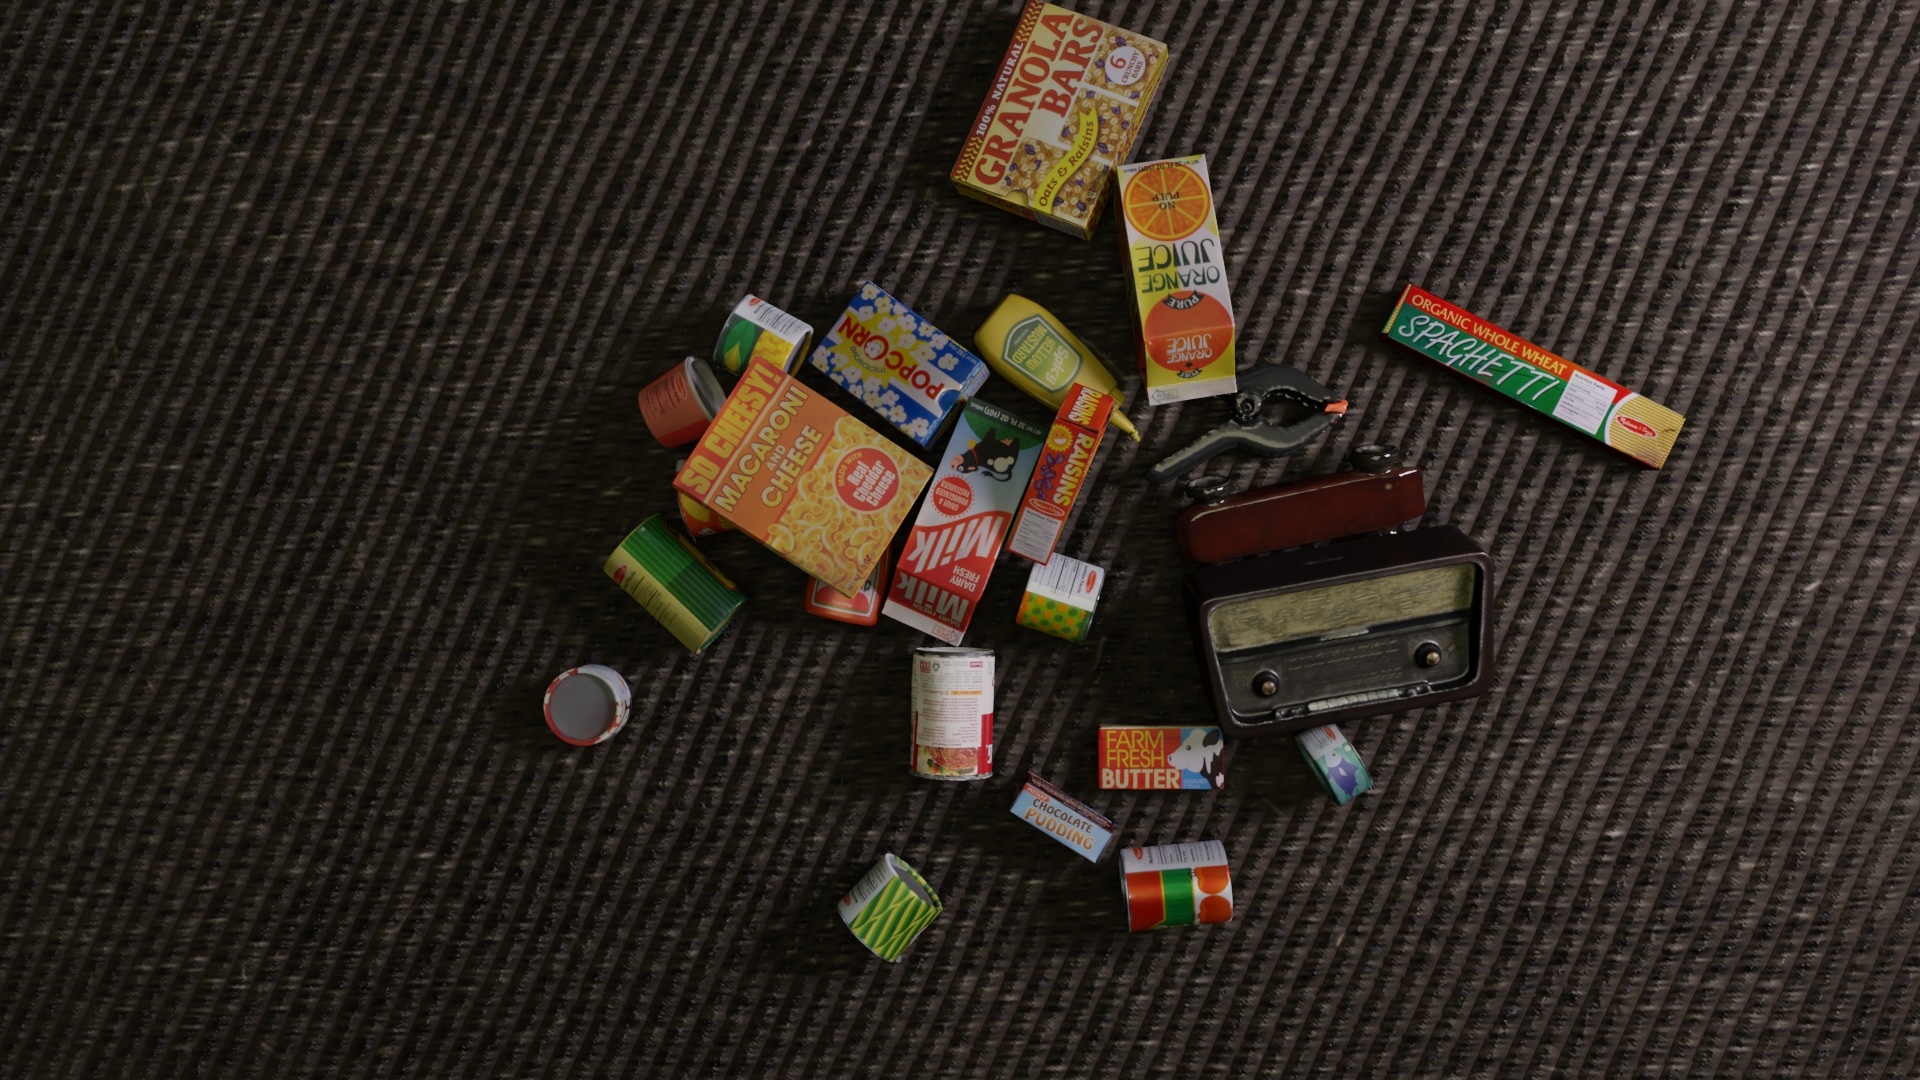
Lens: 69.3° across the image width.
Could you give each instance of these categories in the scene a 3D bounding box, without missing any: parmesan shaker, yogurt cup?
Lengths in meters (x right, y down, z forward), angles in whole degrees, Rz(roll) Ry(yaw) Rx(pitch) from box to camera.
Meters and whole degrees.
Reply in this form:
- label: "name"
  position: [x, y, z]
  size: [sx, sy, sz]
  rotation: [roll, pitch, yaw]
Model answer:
- label: "parmesan shaker"
  position: [-0.234, 0.037, 1.147]
  size: [0.103, 0.071, 0.071]
  rotation: [43, 91, 1]
- label: "yogurt cup"
  position: [-0.229, -0.111, 1.150]
  size: [0.054, 0.072, 0.072]
  rotation: [-25, 88, 10]

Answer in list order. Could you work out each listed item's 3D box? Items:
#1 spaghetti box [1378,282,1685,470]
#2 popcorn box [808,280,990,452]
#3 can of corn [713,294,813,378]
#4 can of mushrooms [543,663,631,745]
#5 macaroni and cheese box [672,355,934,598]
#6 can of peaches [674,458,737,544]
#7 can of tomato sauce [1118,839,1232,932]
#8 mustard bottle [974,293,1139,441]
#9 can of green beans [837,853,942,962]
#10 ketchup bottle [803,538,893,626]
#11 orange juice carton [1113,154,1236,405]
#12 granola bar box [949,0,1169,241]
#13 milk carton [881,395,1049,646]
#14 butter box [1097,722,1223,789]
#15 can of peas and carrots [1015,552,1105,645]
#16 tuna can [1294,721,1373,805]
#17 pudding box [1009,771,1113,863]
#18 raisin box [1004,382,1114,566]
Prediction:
- label: "spaghetti box"
  position: [0.466, -0.134, 1.140]
  size: [0.250, 0.028, 0.050]
  rotation: [27, 90, 2]
- label: "popcorn box"
  position: [-0.051, -0.143, 1.144]
  size: [0.127, 0.038, 0.085]
  rotation: [37, 89, 15]
- label: "can of corn"
  position: [-0.163, -0.159, 1.147]
  size: [0.058, 0.071, 0.071]
  rotation: [28, 90, 2]
- label: "can of mushrooms"
  position: [-0.313, 0.139, 1.162]
  size: [0.071, 0.033, 0.071]
  rotation: [0, 89, 1]
- label: "macaroni and cheese box"
  position: [-0.124, -0.049, 1.100]
  size: [0.166, 0.040, 0.124]
  rotation: [33, 82, -8]
- label: "can of peaches"
  position: [-0.197, -0.037, 1.145]
  size: [0.058, 0.071, 0.071]
  rotation: [-12, 89, 1]
- label: "can of tomato sauce"
  position: [0.173, 0.281, 1.124]
  size: [0.083, 0.071, 0.071]
  rotation: [-6, 89, 2]
- label: "mustard bottle"
  position: [0.087, -0.135, 1.144]
  size: [0.160, 0.049, 0.065]
  rotation: [38, 93, 3]
- label: "can of green beans"
  position: [-0.057, 0.299, 1.132]
  size: [0.071, 0.071, 0.058]
  rotation: [44, 91, 2]
- label: "ketchup bottle"
  position: [-0.084, -0.007, 1.151]
  size: [0.065, 0.043, 0.148]
  rotation: [13, 89, 0]
- label: "orange juice carton"
  position: [0.172, -0.204, 1.113]
  size: [0.072, 0.073, 0.193]
  rotation: [-7, 77, 2]
- label: "granola bar box"
  position: [0.082, -0.347, 1.144]
  size: [0.124, 0.039, 0.165]
  rotation: [24, 90, 14]
- label: "milk carton"
  position: [0.004, -0.014, 1.133]
  size: [0.072, 0.073, 0.190]
  rotation: [24, 90, 3]
- label: "butter box"
  position: [0.164, 0.178, 1.147]
  size: [0.103, 0.024, 0.053]
  rotation: [-1, 88, 2]
- label: "can of peas and carrots"
  position: [0.081, 0.047, 1.134]
  size: [0.059, 0.071, 0.071]
  rotation: [18, 90, 3]
- label: "tuna can"
  position: [0.302, 0.180, 1.122]
  size: [0.033, 0.071, 0.071]
  rotation: [-31, 88, 2]
- label: "pudding box"
  position: [0.083, 0.226, 1.136]
  size: [0.084, 0.049, 0.030]
  rotation: [32, 92, 3]
- label: "raisin box"
  position: [0.080, -0.053, 1.102]
  size: [0.040, 0.086, 0.122]
  rotation: [22, 117, 5]
